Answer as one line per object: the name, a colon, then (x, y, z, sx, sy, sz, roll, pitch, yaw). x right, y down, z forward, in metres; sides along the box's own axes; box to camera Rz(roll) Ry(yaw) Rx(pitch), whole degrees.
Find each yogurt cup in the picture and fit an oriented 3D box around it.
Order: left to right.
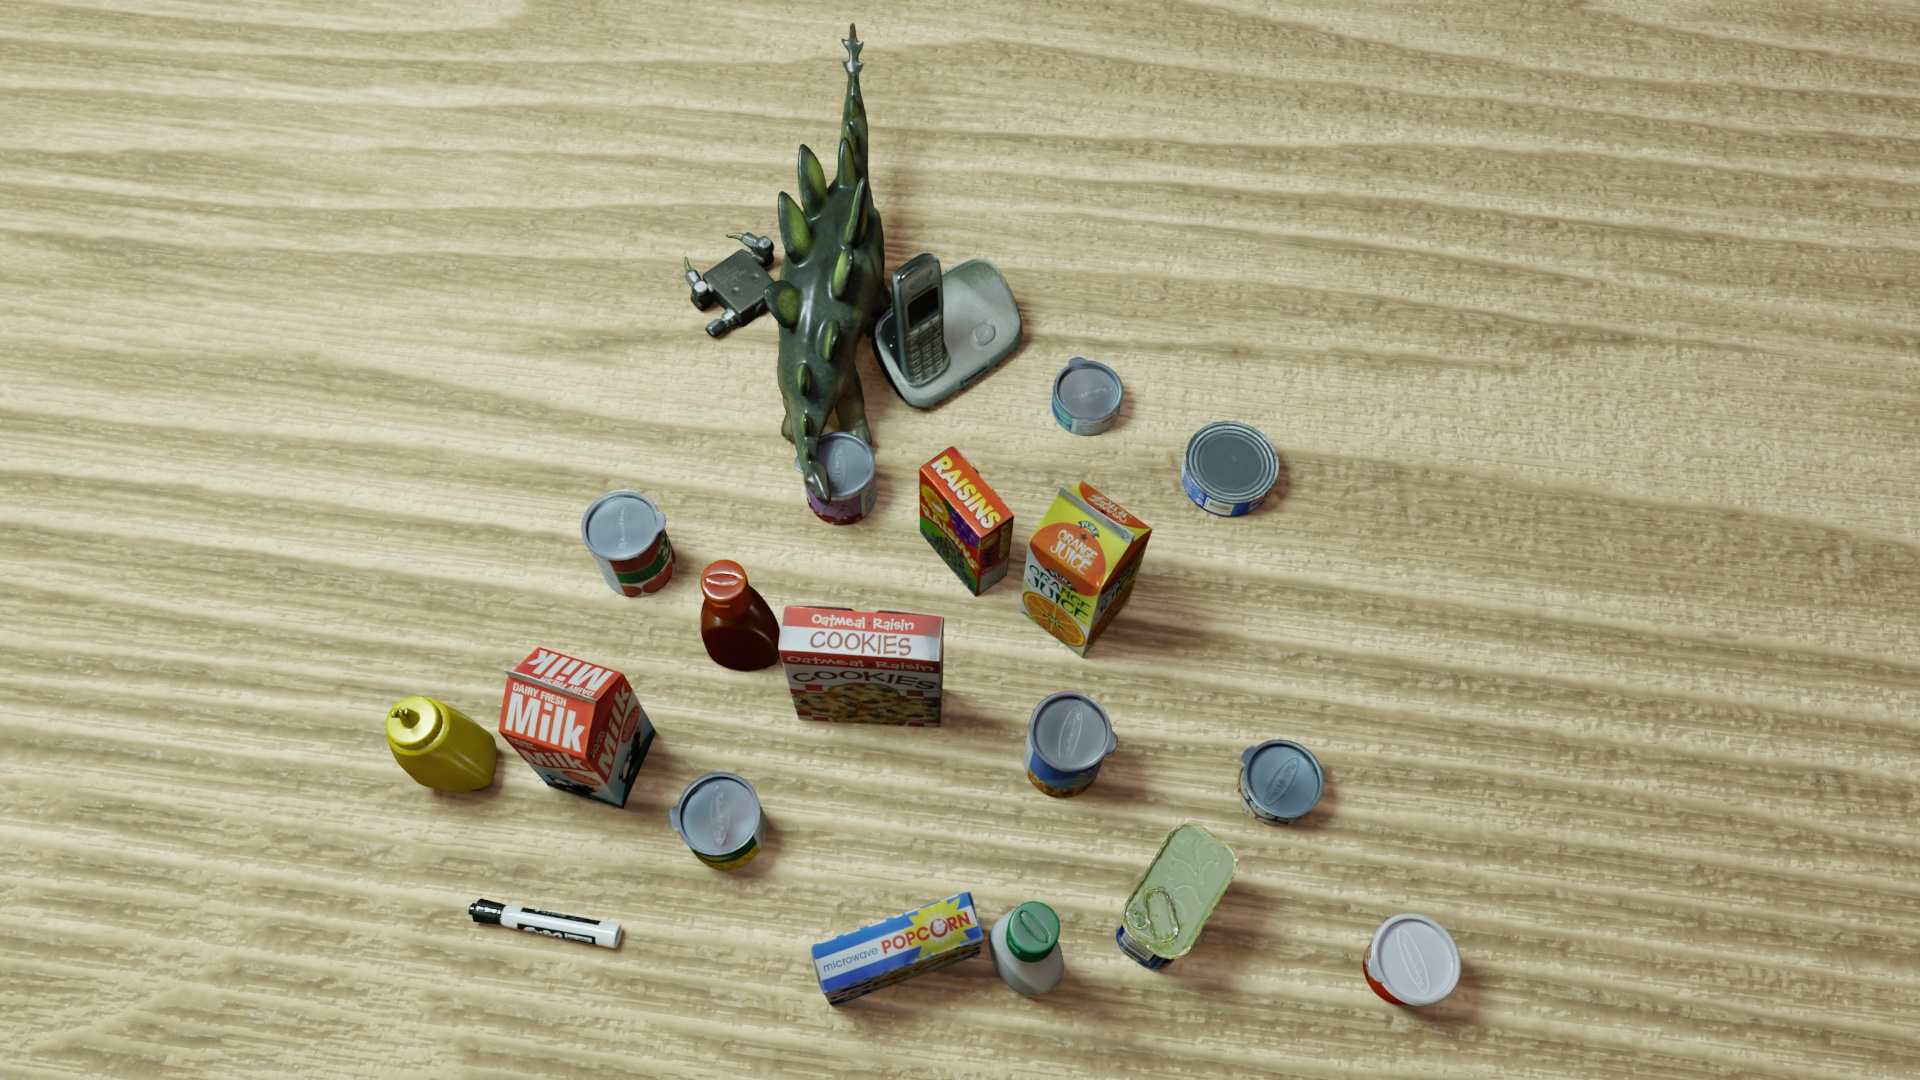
yogurt cup: (0.346, 0.328, 1.077, 0.072, 0.053, 0.072, 0, 64, -1)

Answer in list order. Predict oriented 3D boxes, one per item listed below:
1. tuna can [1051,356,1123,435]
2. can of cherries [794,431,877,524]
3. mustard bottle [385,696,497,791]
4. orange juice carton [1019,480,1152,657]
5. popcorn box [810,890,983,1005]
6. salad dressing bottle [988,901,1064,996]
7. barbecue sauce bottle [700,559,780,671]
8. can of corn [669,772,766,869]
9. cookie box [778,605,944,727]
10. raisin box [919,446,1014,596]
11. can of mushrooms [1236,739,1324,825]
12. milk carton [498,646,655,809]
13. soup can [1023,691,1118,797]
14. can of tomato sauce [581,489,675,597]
tuna can: (0.118, -0.136, 1.311, 0.071, 0.032, 0.071, 0, 64, -1)
can of cherries: (-0.111, -0.056, 1.253, 0.071, 0.058, 0.072, 0, 64, -1)
mustard bottle: (-0.411, 0.155, 1.087, 0.065, 0.159, 0.049, -3, 64, -3)
orange juice carton: (0.103, 0.018, 1.147, 0.072, 0.191, 0.073, 36, 69, 15)
popcorn box: (-0.048, 0.312, 1.059, 0.127, 0.085, 0.038, -17, 66, -9)
salad dressing bottle: (0.051, 0.301, 1.032, 0.044, 0.147, 0.064, -38, 71, -17)
barbecue sauce bottle: (-0.185, 0.063, 1.143, 0.065, 0.148, 0.044, 3, 64, 0)
can of corn: (-0.193, 0.226, 1.113, 0.071, 0.058, 0.071, 0, 64, -1)
cookie box: (-0.076, 0.103, 1.115, 0.123, 0.166, 0.040, 3, 64, 1)
raisin box: (0.004, -0.015, 1.199, 0.040, 0.123, 0.086, -34, 70, -16)
can of mushrooms: (0.262, 0.199, 1.149, 0.071, 0.033, 0.071, 0, 64, -1)
milk carton: (-0.298, 0.142, 1.079, 0.072, 0.189, 0.074, 16, 65, 6)
soup can: (0.088, 0.169, 1.133, 0.071, 0.083, 0.071, 0, 64, -1)
can of tomato sauce: (-0.285, 0.004, 1.206, 0.071, 0.082, 0.071, 0, 64, -1)
